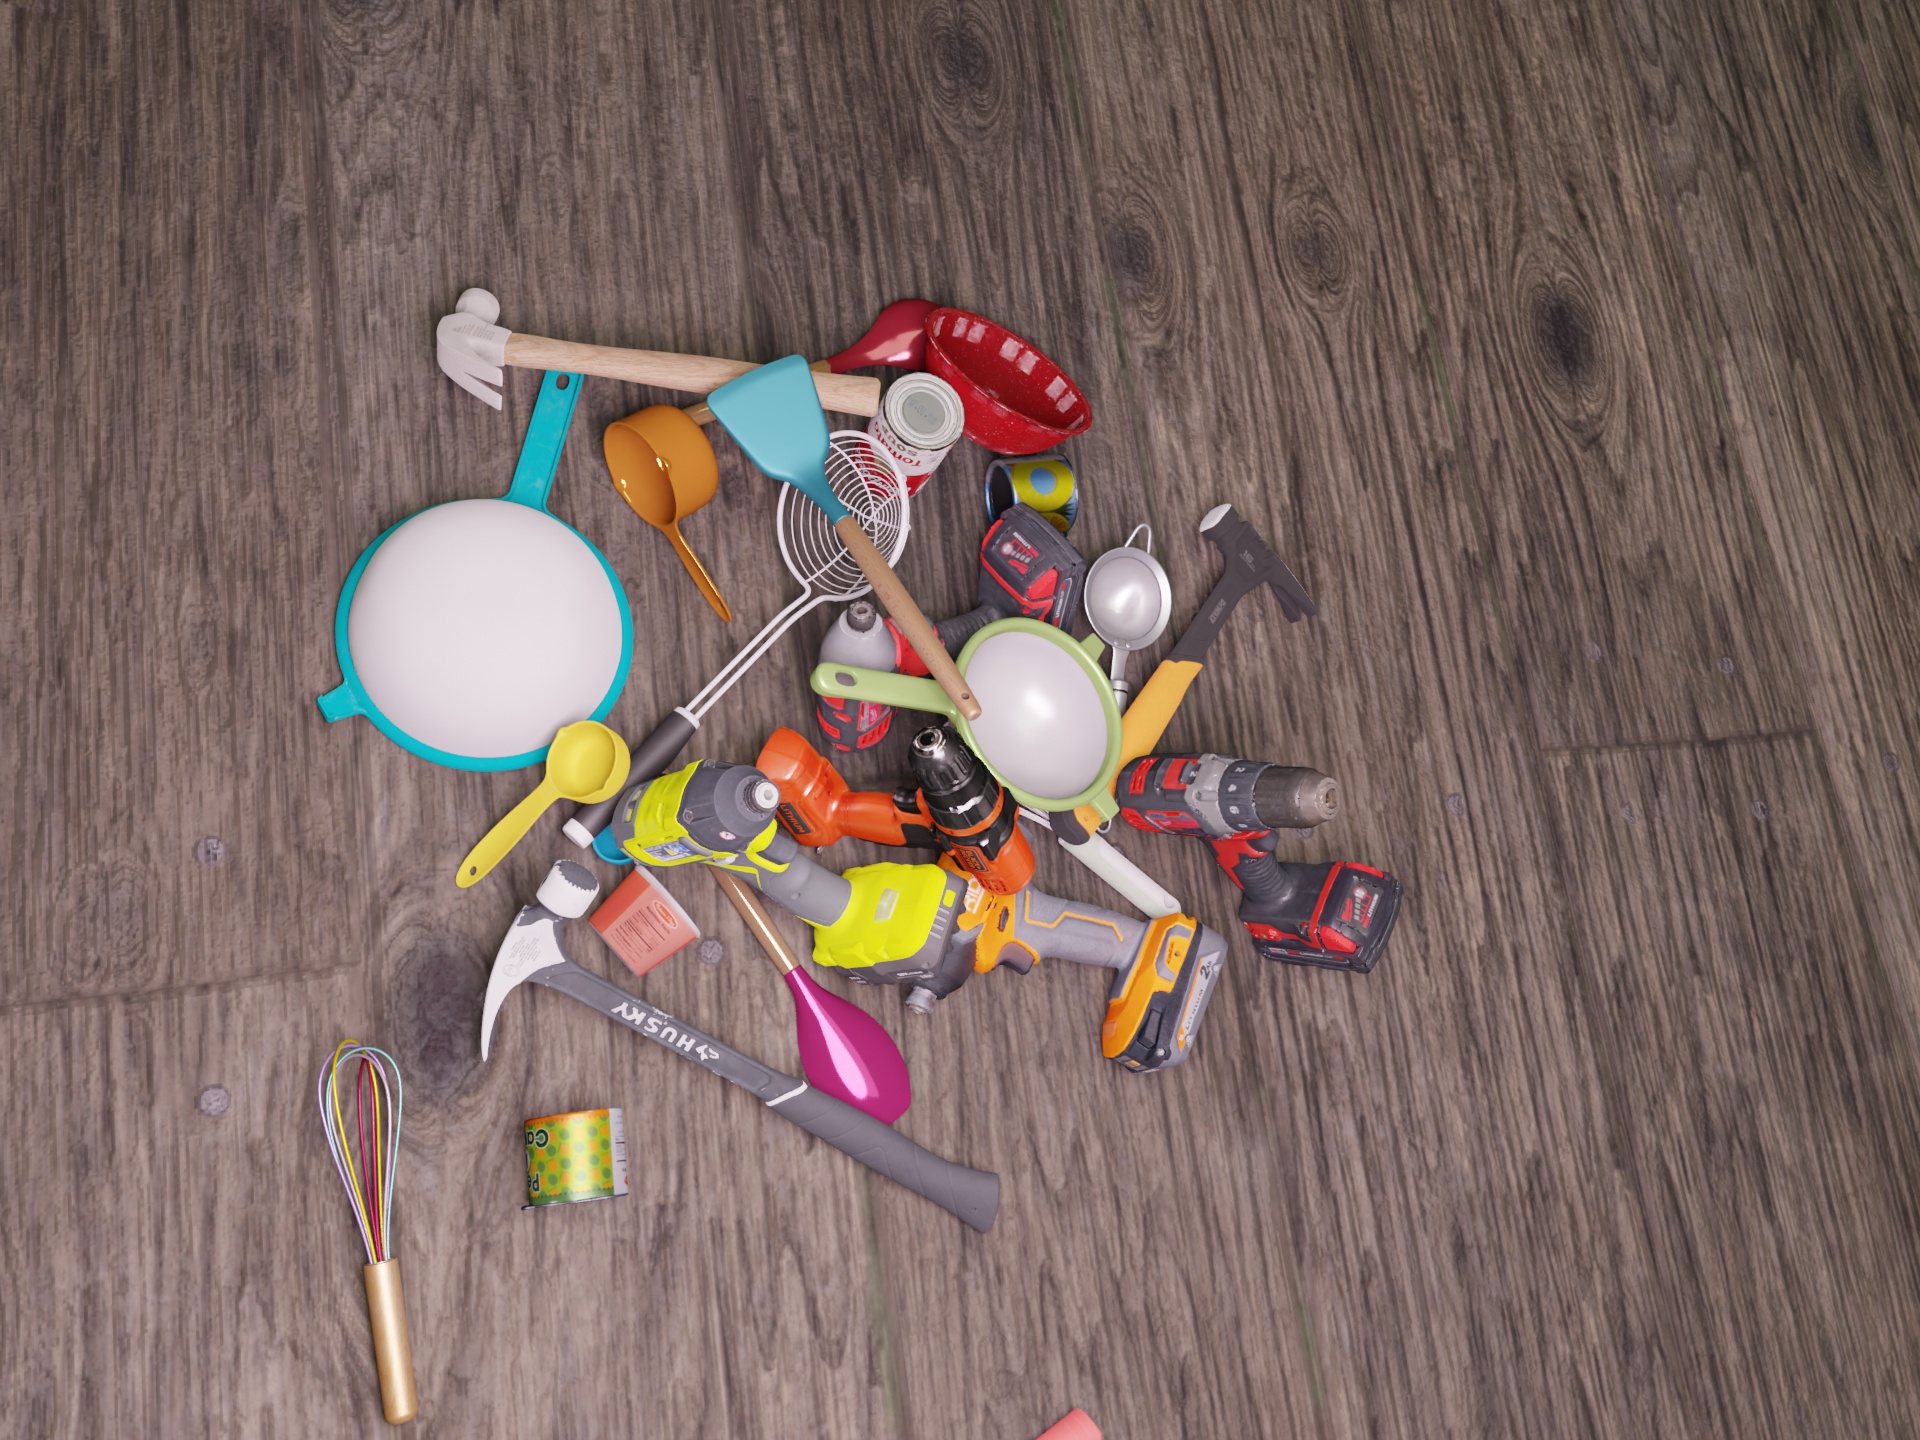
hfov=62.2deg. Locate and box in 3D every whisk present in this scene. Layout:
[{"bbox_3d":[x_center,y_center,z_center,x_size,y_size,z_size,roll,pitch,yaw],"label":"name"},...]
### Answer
[{"bbox_3d":[0.080,0.082,1.257,0.246,0.059,0.058,40,39,-8],"label":"whisk"},{"bbox_3d":[-0.379,0.330,1.037,0.051,0.047,0.245,-8,82,-22],"label":"whisk"}]

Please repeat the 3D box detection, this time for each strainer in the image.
[{"bbox_3d":[-0.002,-0.004,1.166,0.256,0.069,0.152,9,66,-29],"label":"strainer"},{"bbox_3d":[-0.325,-0.135,1.158,0.211,0.095,0.340,15,72,-13],"label":"strainer"},{"bbox_3d":[0.127,-0.035,1.308,0.086,0.050,0.258,13,76,-26],"label":"strainer"}]

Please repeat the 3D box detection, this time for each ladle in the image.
[{"bbox_3d":[-0.133,-0.281,1.303,0.315,0.031,0.069,-25,83,-21],"label":"ladle"}]

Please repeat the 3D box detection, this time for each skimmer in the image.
[{"bbox_3d":[-0.171,-0.062,1.170,0.127,0.090,0.363,29,68,31],"label":"skimmer"}]

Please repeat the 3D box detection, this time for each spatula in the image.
[{"bbox_3d":[-0.072,-0.127,1.131,0.082,0.044,0.318,-28,66,-14],"label":"spatula"}]

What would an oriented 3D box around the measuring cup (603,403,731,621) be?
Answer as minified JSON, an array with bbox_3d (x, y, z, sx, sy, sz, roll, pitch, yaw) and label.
[{"bbox_3d":[-0.205,-0.161,1.223,0.052,0.095,0.173,-38,108,-31],"label":"measuring cup"}]

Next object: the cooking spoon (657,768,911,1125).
[{"bbox_3d":[-0.139,0.163,1.173,0.069,0.017,0.319,-33,86,-21],"label":"cooking spoon"}]

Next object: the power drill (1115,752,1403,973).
[{"bbox_3d":[0.245,0.100,1.199,0.226,0.188,0.080,42,64,-31],"label":"power drill"}]

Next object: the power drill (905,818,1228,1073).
[{"bbox_3d":[0.071,0.183,1.206,0.226,0.084,0.164,27,68,-4],"label":"power drill"}]

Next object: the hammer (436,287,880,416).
[{"bbox_3d":[-0.226,-0.264,1.199,0.331,0.031,0.130,7,39,-6],"label":"hammer"}]

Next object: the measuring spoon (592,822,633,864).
[{"bbox_3d":[-0.205,0.075,1.165,0.128,0.021,0.042,-18,61,-10],"label":"measuring spoon"}]

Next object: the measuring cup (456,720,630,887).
[{"bbox_3d":[-0.296,0.065,1.126,0.156,0.029,0.062,-44,65,6],"label":"measuring cup"}]

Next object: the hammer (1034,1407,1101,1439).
[{"bbox_3d":[-0.055,0.581,1.071,0.359,0.036,0.149,-31,86,-23],"label":"hammer"}]

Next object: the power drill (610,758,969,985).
[{"bbox_3d":[-0.110,0.101,1.097,0.223,0.171,0.080,33,62,-28],"label":"power drill"}]

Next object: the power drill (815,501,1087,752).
[{"bbox_3d":[-0.014,-0.073,1.216,0.219,0.143,0.079,-30,62,-25],"label":"power drill"}]

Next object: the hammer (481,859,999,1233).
[{"bbox_3d":[-0.143,0.257,1.114,0.408,0.036,0.149,33,104,-14],"label":"hammer"}]

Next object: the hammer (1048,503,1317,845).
[{"bbox_3d":[0.175,-0.025,1.293,0.127,0.034,0.337,46,60,-15],"label":"hammer"}]
